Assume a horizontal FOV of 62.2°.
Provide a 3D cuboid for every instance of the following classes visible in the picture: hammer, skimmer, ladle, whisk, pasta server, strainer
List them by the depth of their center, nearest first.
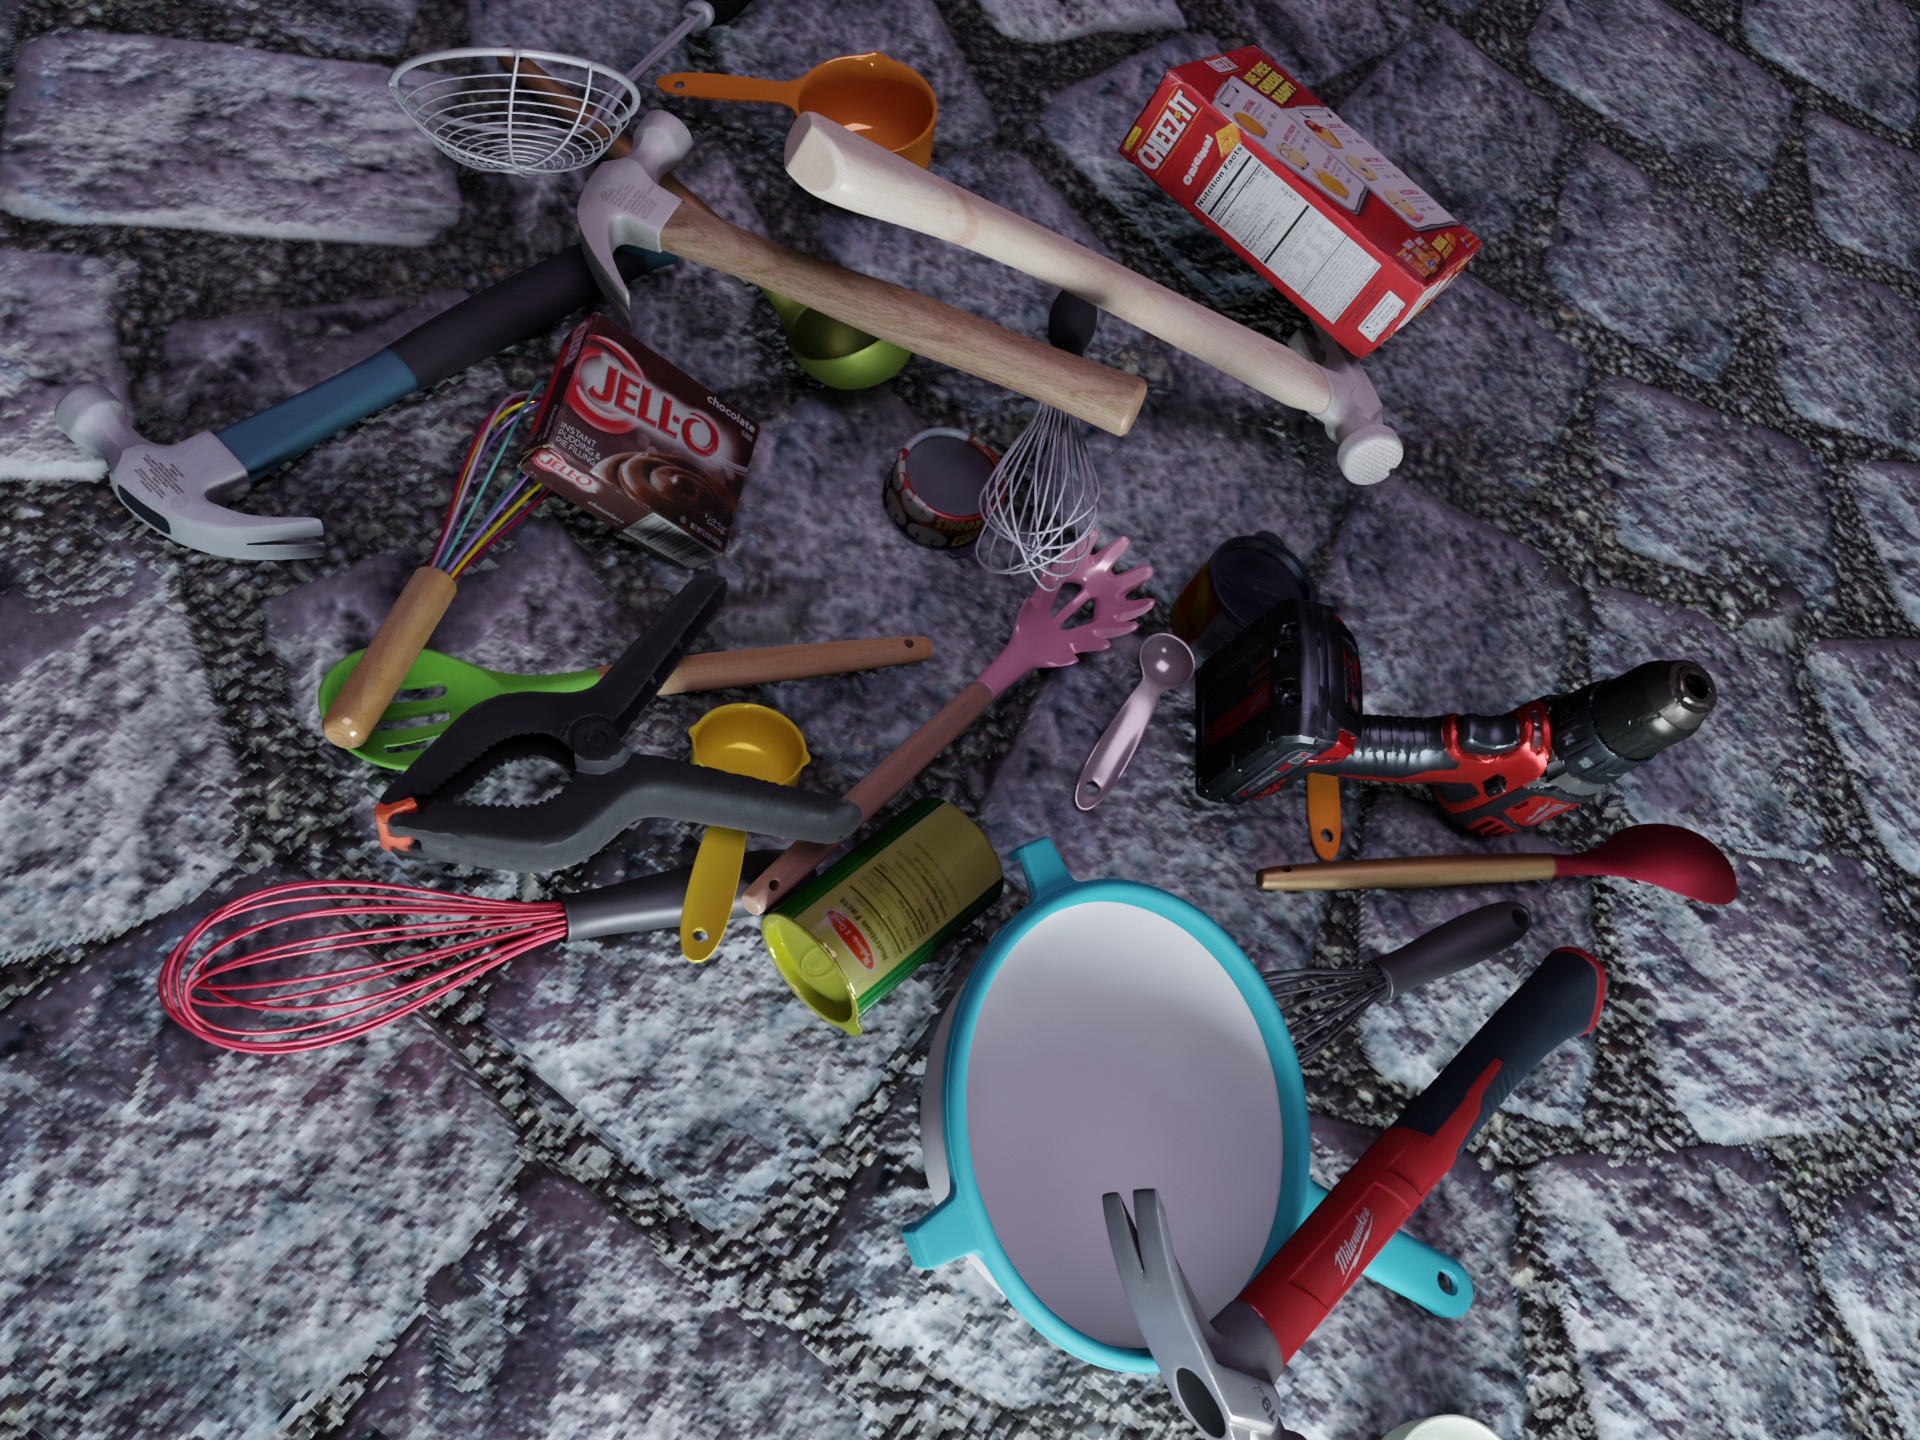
[{"bbox_3d":[-0.200,0.094,0.722,0.295,0.073,0.073,-8,68,-30],"label":"whisk"},{"bbox_3d":[0.104,0.216,0.758,0.340,0.095,0.211,33,57,-25],"label":"strainer"},{"bbox_3d":[0.214,0.193,0.767,0.386,0.038,0.143,-28,93,-43],"label":"hammer"},{"bbox_3d":[-0.245,-0.084,0.782,0.047,0.051,0.245,28,50,-14],"label":"whisk"},{"bbox_3d":[-0.001,-0.003,0.833,0.060,0.040,0.316,50,54,-4],"label":"pasta server"},{"bbox_3d":[-0.287,-0.194,0.845,0.128,0.033,0.331,46,59,7],"label":"hammer"},{"bbox_3d":[0.223,0.137,0.854,0.239,0.055,0.055,-15,71,-30],"label":"whisk"},{"bbox_3d":[-0.057,-0.229,0.873,0.331,0.031,0.130,23,64,6],"label":"hammer"},{"bbox_3d":[0.315,0.085,0.917,0.315,0.031,0.069,-1,34,-16],"label":"ladle"},{"bbox_3d":[0.085,-0.255,0.919,0.410,0.038,0.146,16,42,-30],"label":"hammer"},{"bbox_3d":[0.054,-0.176,0.920,0.070,0.070,0.285,20,44,-9],"label":"whisk"},{"bbox_3d":[-0.192,-0.418,0.932,0.127,0.090,0.363,-1,42,27],"label":"skimmer"},{"bbox_3d":[-0.155,-0.305,0.935,0.320,0.062,0.078,41,67,7],"label":"ladle"}]

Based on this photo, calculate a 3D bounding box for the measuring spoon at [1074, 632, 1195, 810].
[{"bbox_3d":[0.094,0.002,0.895,0.034,0.018,0.124,33,66,-1],"label":"measuring spoon"}]

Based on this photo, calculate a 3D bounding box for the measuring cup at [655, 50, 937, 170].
[{"bbox_3d":[-0.102,-0.370,0.992,0.173,0.052,0.095,7,61,0],"label":"measuring cup"}]

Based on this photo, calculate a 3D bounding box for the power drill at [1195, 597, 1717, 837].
[{"bbox_3d":[0.257,0.001,0.843,0.226,0.188,0.080,10,67,-17],"label":"power drill"}]

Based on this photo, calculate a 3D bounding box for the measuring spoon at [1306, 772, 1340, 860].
[{"bbox_3d":[0.212,0.026,0.922,0.021,0.011,0.117,12,62,-13],"label":"measuring spoon"}]

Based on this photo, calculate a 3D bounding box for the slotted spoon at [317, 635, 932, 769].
[{"bbox_3d":[-0.159,-0.020,0.808,0.313,0.031,0.070,-8,64,-24],"label":"slotted spoon"}]

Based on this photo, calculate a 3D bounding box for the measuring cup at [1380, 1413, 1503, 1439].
[{"bbox_3d":[0.214,0.405,0.722,0.083,0.038,0.168,20,62,-9],"label":"measuring cup"}]

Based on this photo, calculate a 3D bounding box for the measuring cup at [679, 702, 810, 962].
[{"bbox_3d":[-0.113,0.057,0.765,0.062,0.029,0.157,14,47,-6],"label":"measuring cup"}]
